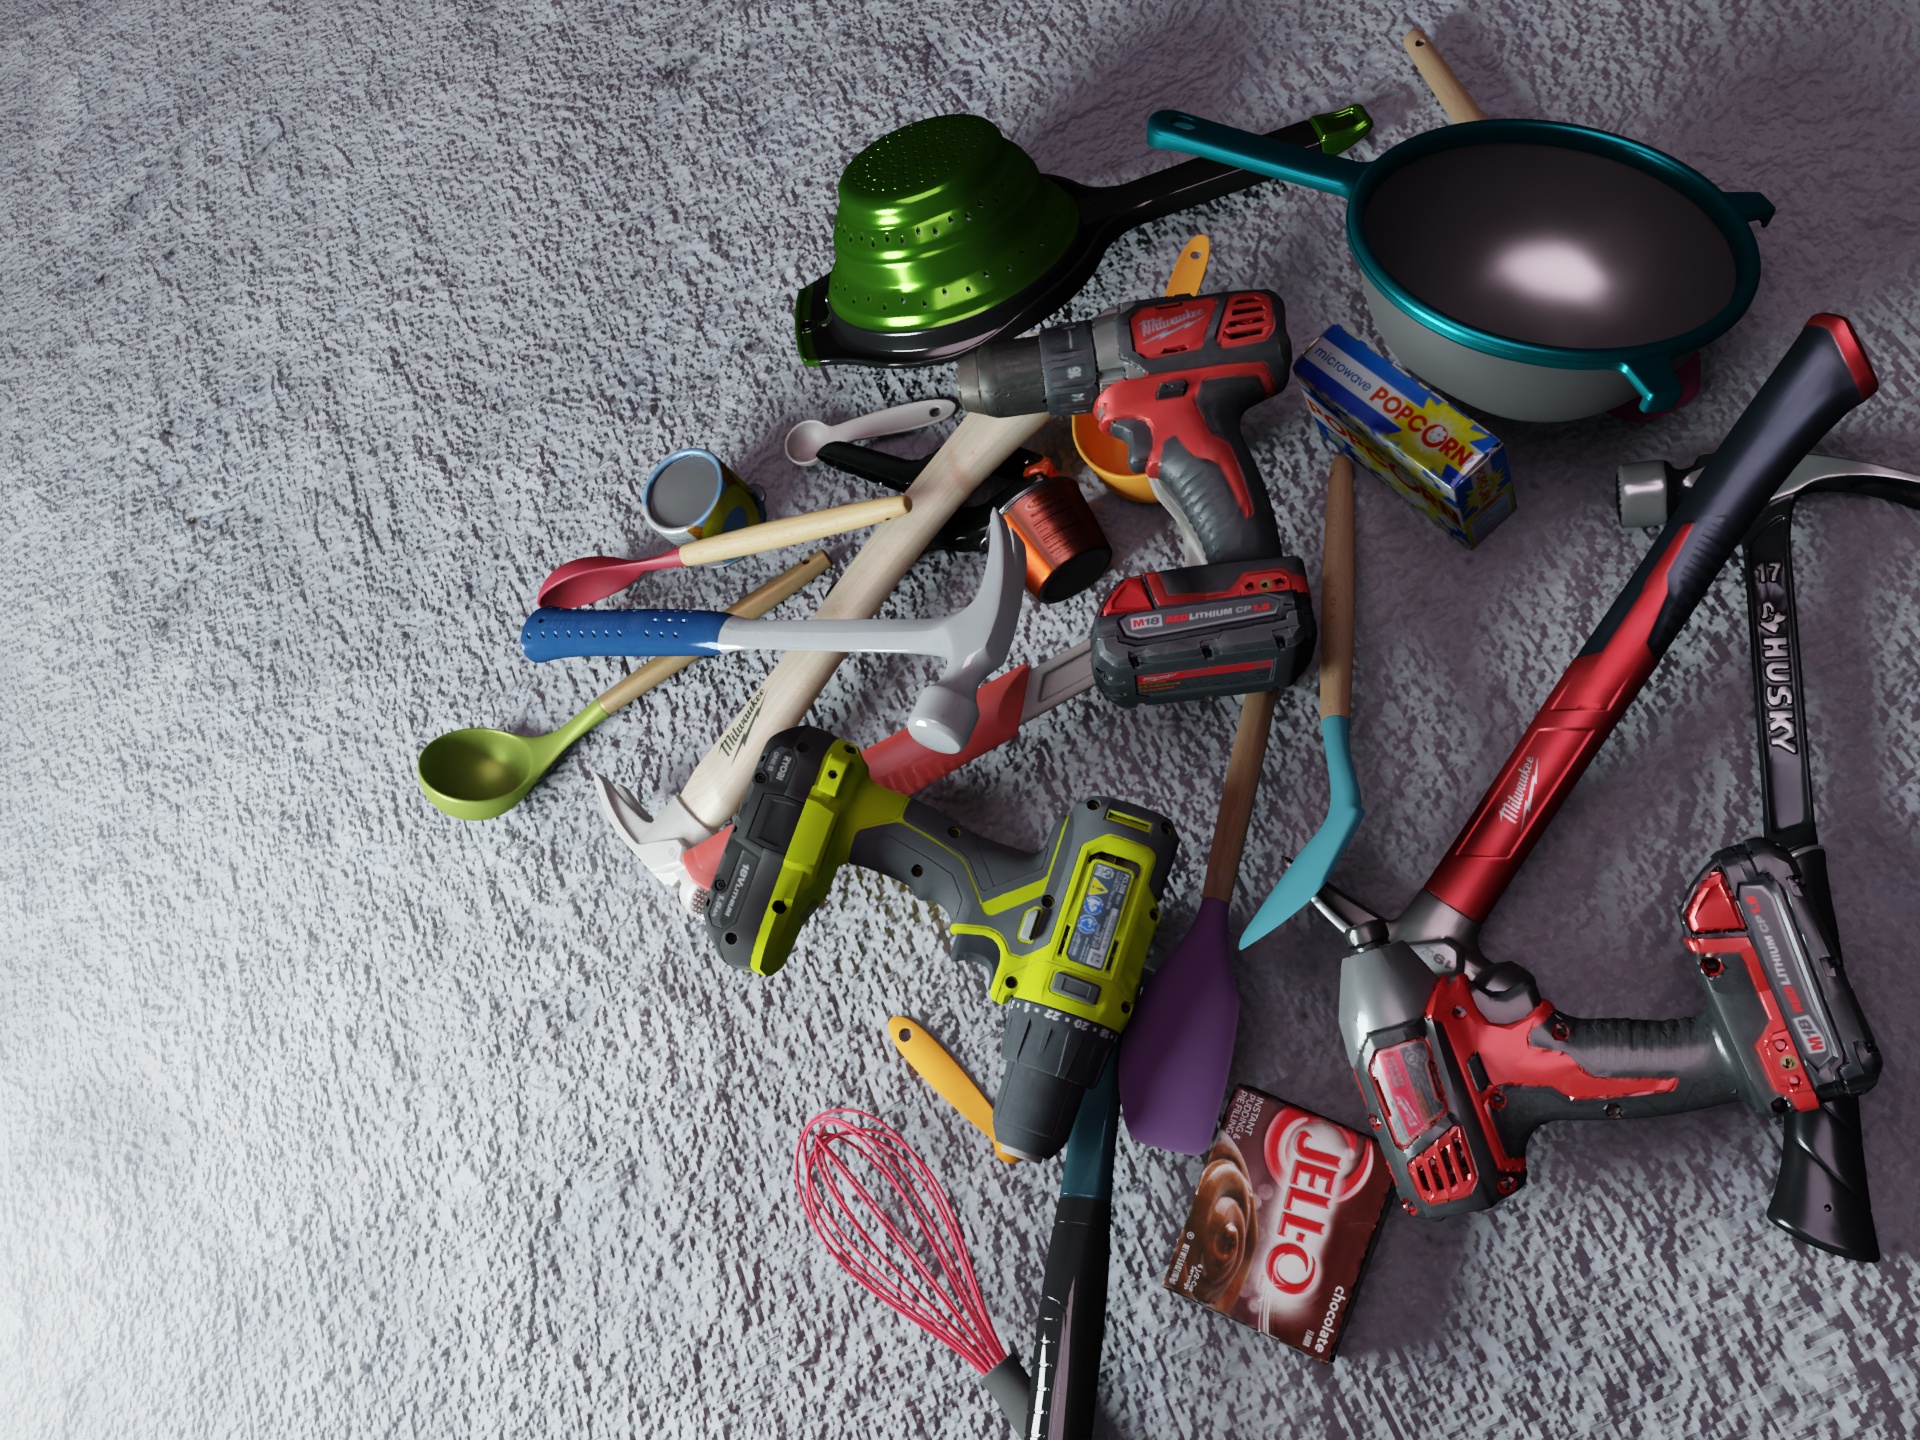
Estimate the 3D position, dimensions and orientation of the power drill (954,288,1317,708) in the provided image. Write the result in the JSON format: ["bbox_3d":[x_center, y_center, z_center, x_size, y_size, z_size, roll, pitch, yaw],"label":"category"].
[{"bbox_3d":[0.097,-0.127,0.874,0.188,0.080,0.227,-7,72,6],"label":"power drill"}]

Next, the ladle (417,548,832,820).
[{"bbox_3d":[-0.228,-0.031,1.081,0.320,0.062,0.078,-33,46,6],"label":"ladle"}]

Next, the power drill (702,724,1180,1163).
[{"bbox_3d":[-0.014,0.112,0.847,0.228,0.080,0.191,18,78,6],"label":"power drill"}]

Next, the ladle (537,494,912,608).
[{"bbox_3d":[-0.162,-0.112,1.044,0.315,0.069,0.031,-8,90,33],"label":"ladle"}]

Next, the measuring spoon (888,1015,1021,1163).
[{"bbox_3d":[-0.005,0.211,0.918,0.021,0.011,0.117,-49,60,0],"label":"measuring spoon"}]

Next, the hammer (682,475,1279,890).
[{"bbox_3d":[-0.001,-0.003,0.924,0.359,0.036,0.149,-28,84,1],"label":"hammer"}]

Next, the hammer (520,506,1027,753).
[{"bbox_3d":[-0.131,-0.057,0.977,0.406,0.035,0.144,3,59,39],"label":"hammer"}]

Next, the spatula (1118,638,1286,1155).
[{"bbox_3d":[0.141,0.073,0.861,0.060,0.018,0.316,9,73,25],"label":"spatula"}]

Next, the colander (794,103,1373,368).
[{"bbox_3d":[0.063,-0.351,1.023,0.397,0.094,0.205,-17,43,8],"label":"colander"}]

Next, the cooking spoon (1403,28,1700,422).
[{"bbox_3d":[0.343,-0.307,0.955,0.069,0.017,0.319,-27,64,12],"label":"cooking spoon"}]

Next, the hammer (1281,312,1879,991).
[{"bbox_3d":[0.322,-0.038,0.814,0.143,0.038,0.386,36,99,31],"label":"hammer"}]

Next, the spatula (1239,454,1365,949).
[{"bbox_3d":[0.196,-0.025,0.868,0.044,0.082,0.318,17,58,-12],"label":"spatula"}]

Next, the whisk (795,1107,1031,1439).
[{"bbox_3d":[0.007,0.329,0.847,0.073,0.073,0.296,-43,67,4],"label":"whisk"}]

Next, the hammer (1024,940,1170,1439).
[{"bbox_3d":[0.062,0.264,0.829,0.128,0.033,0.331,1,62,18],"label":"hammer"}]

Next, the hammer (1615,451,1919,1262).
[{"bbox_3d":[0.414,0.051,0.784,0.149,0.036,0.409,-3,71,21],"label":"hammer"}]

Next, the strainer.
[{"bbox_3d":[0.255,-0.255,0.889,0.340,0.095,0.211,25,56,20],"label":"strainer"}]

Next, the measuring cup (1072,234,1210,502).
[{"bbox_3d":[0.132,-0.217,0.996,0.095,0.052,0.174,12,75,27],"label":"measuring cup"}]

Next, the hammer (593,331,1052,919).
[{"bbox_3d":[-0.075,-0.075,1.001,0.410,0.038,0.146,-52,49,1],"label":"hammer"}]

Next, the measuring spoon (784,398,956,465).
[{"bbox_3d":[-0.061,-0.199,1.096,0.124,0.018,0.034,-11,67,12],"label":"measuring spoon"}]

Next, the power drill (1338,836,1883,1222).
[{"bbox_3d":[0.288,0.137,0.741,0.219,0.078,0.143,-23,76,21],"label":"power drill"}]
